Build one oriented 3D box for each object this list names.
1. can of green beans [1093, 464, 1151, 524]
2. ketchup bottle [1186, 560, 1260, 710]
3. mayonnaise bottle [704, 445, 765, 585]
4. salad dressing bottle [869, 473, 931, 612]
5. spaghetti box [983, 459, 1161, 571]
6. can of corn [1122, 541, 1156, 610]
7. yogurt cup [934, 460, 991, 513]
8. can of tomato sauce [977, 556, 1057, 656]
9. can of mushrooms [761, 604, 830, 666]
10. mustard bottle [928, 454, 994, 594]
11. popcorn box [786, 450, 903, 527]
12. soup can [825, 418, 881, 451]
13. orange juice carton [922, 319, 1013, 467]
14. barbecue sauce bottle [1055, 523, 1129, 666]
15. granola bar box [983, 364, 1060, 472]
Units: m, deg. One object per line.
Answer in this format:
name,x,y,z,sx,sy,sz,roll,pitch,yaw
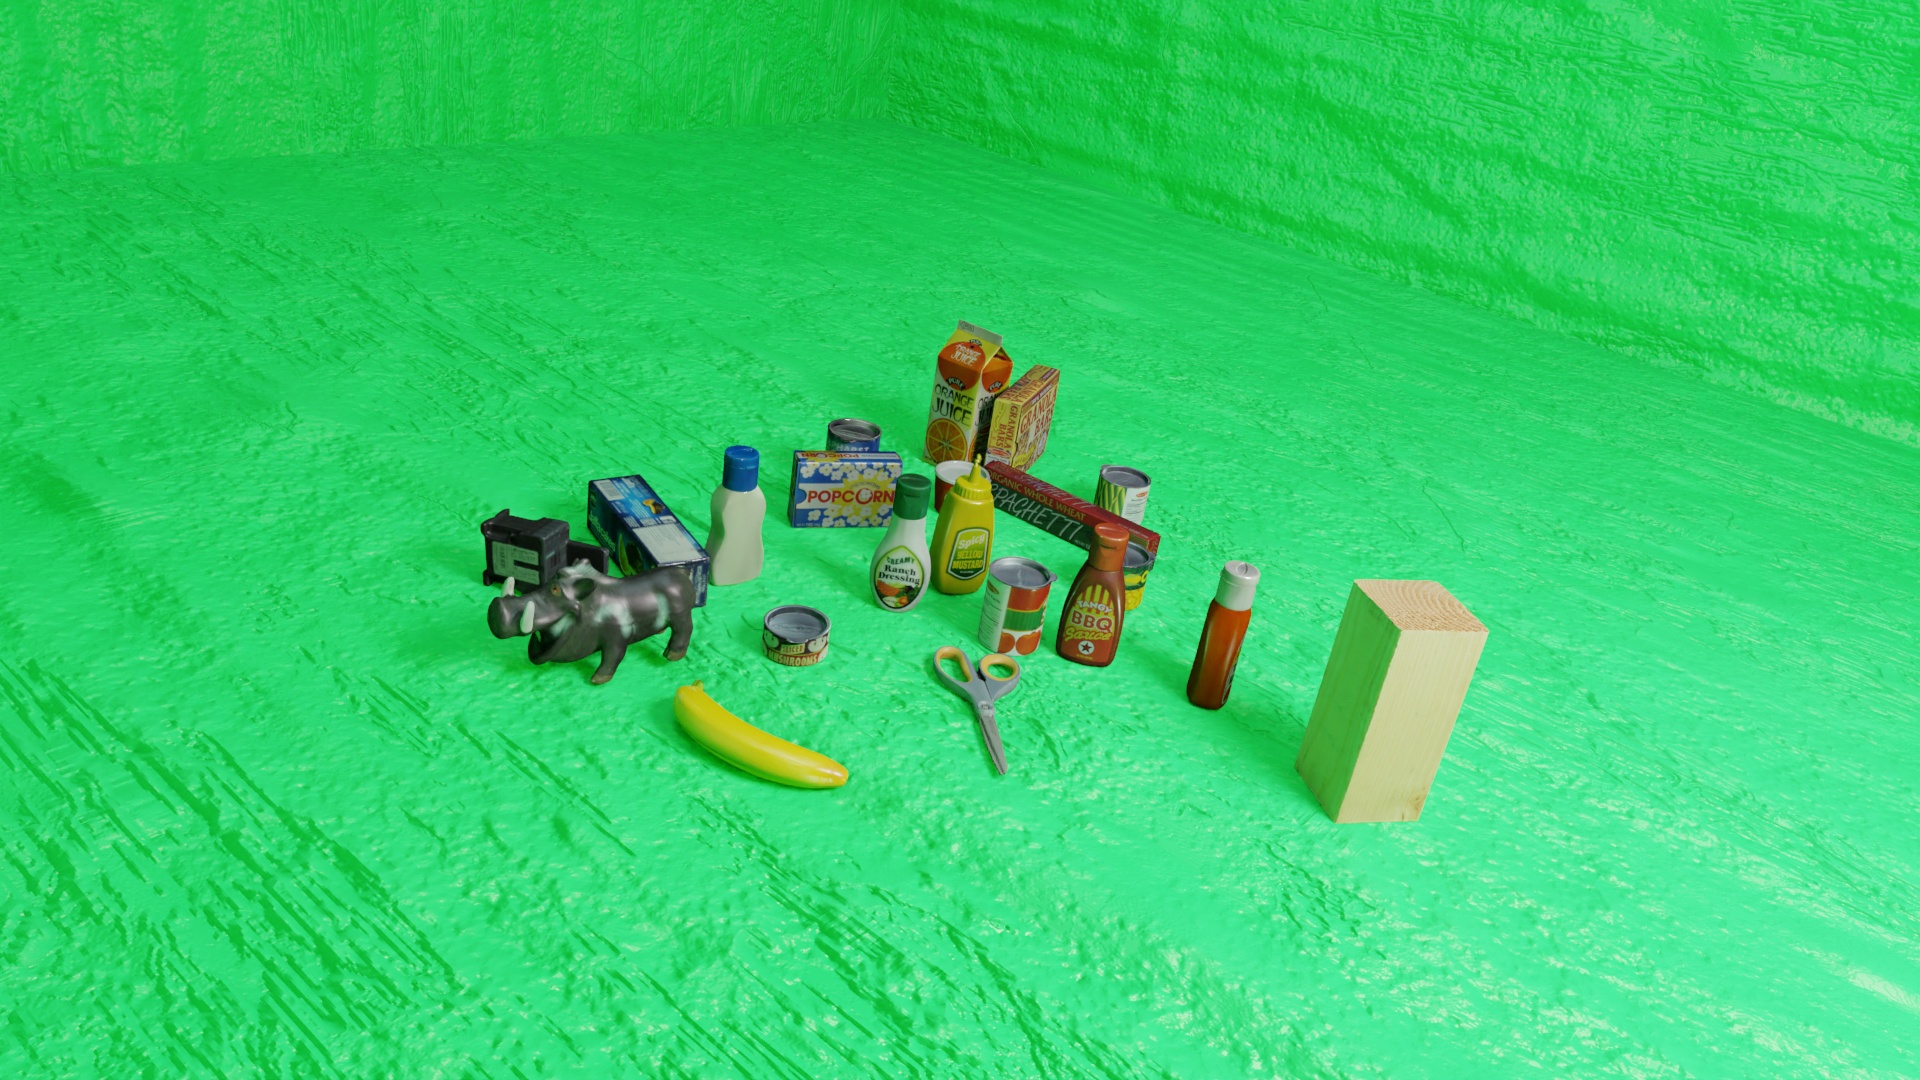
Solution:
can of green beans,0.203,-0.056,1.756,0.071,0.057,0.071,8,27,-4
ketchup bottle,0.262,0.092,1.384,0.043,0.148,0.065,15,27,11
mayonnaise bottle,-0.234,-0.026,1.451,0.065,0.147,0.041,-12,34,-37
salad dressing bottle,-0.059,0.003,1.454,0.064,0.147,0.044,9,26,-1
spaghetti box,0.127,-0.030,1.689,0.250,0.050,0.029,27,31,30
can of corn,0.179,0.039,1.562,0.071,0.058,0.071,8,27,-4
yogurt cup,-0.002,-0.060,1.701,0.072,0.053,0.073,8,27,-4
can of tomato sauce,0.058,0.068,1.436,0.071,0.082,0.071,8,27,-4
can of mushrooms,-0.162,0.094,1.365,0.071,0.033,0.071,8,27,-4
mustard bottle,0.005,-0.019,1.504,0.065,0.159,0.049,-3,29,-25
popcorn box,-0.135,-0.060,1.621,0.127,0.084,0.038,-1,28,-20
soup can,-0.135,-0.098,1.696,0.071,0.083,0.071,8,27,-4
orange juice carton,0.012,-0.185,1.796,0.072,0.191,0.073,26,31,29
barbecue sauce bottle,0.140,0.055,1.417,0.065,0.147,0.044,13,26,6
granola bar box,0.081,-0.149,1.825,0.039,0.123,0.166,17,27,15
